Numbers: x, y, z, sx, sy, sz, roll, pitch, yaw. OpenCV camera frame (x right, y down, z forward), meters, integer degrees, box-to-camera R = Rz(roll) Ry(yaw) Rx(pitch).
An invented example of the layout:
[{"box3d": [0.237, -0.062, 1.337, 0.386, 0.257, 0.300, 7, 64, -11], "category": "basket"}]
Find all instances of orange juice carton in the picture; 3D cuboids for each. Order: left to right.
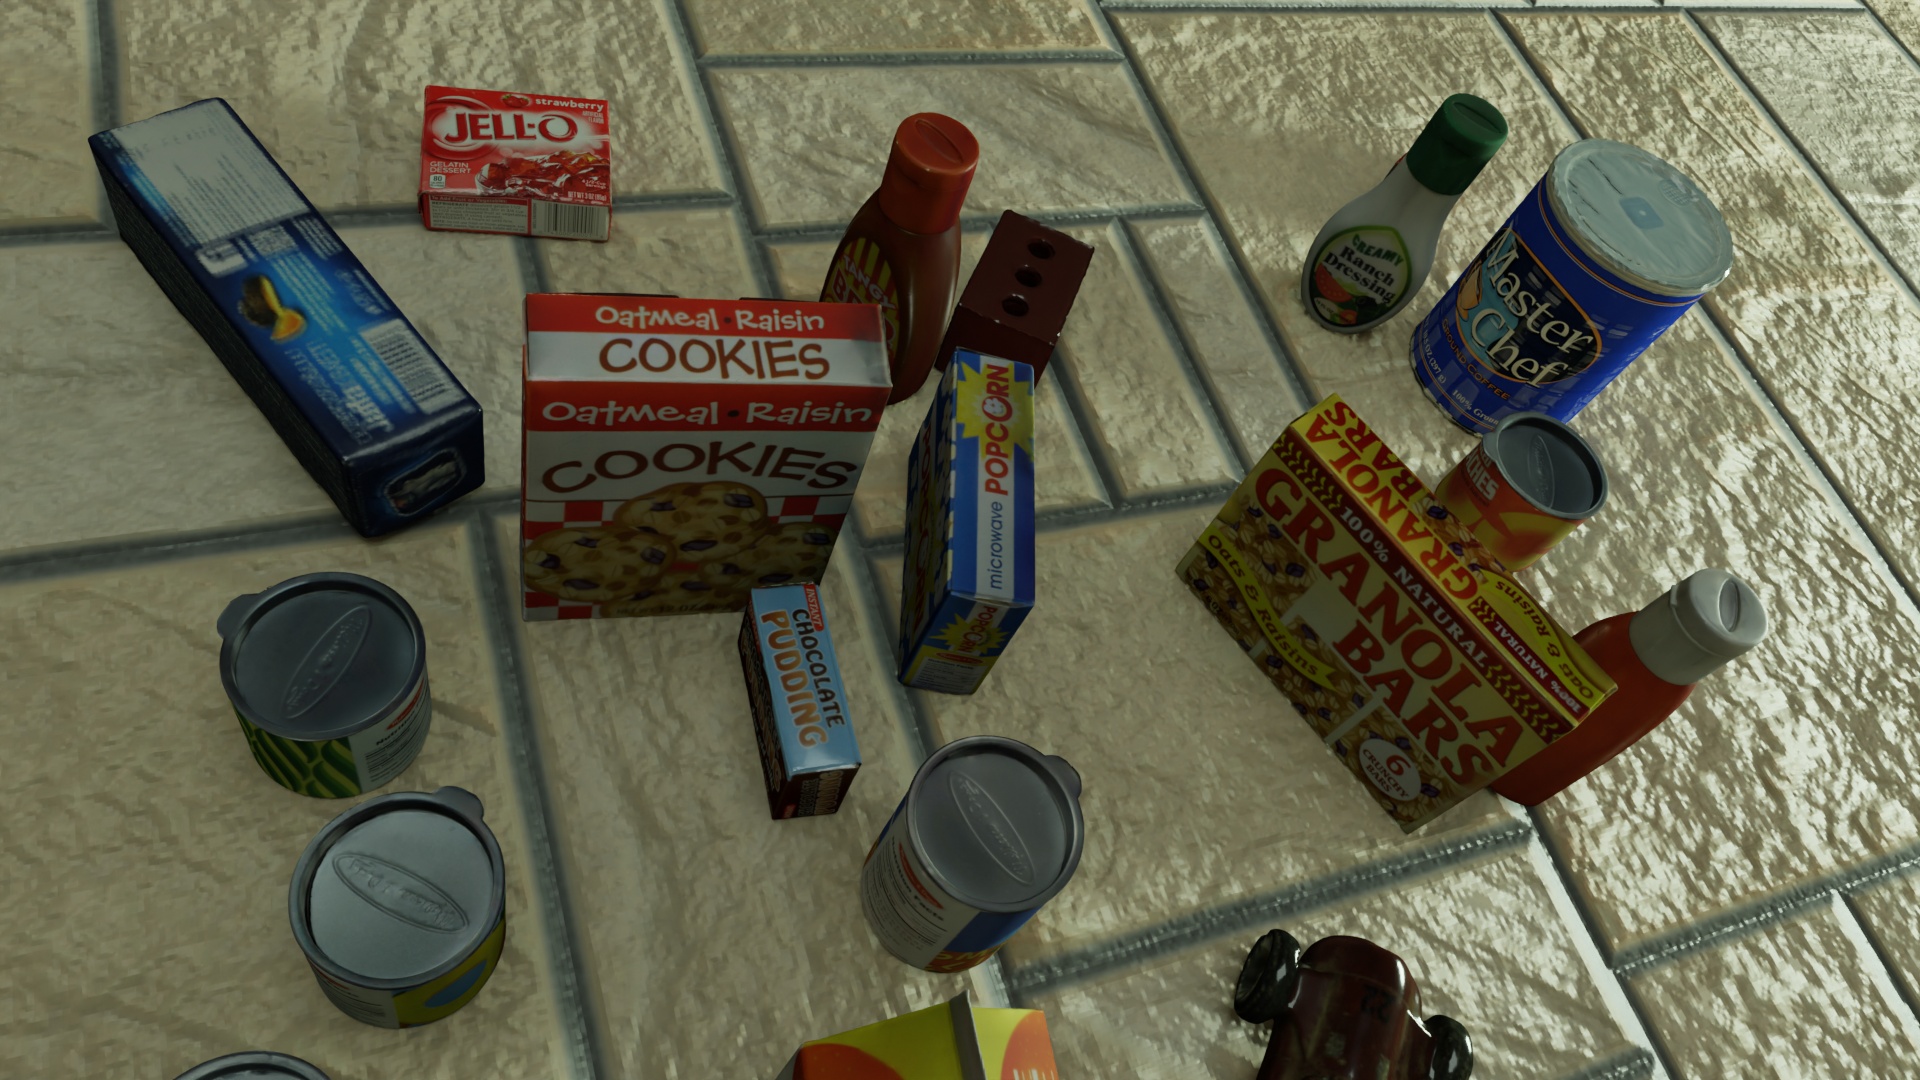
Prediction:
[{"box3d": [-0.016, 0.190, 0.409, 0.073, 0.191, 0.072, -2, 60, -19], "category": "orange juice carton"}]

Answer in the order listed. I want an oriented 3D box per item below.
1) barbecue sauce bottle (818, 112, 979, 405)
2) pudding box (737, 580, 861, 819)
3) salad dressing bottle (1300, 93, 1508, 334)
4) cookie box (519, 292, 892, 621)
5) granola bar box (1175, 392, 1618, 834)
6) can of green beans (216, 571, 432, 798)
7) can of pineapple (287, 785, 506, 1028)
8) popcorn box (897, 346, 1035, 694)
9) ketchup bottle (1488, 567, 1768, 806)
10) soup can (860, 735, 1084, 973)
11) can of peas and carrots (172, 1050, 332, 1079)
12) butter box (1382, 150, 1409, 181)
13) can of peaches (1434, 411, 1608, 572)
[{"box3d": [-0.028, -0.128, 0.635, 0.044, 0.147, 0.065, -34, 74, -32], "category": "barbecue sauce bottle"}, {"box3d": [-0.066, 0.064, 0.561, 0.030, 0.049, 0.084, -5, 61, -21], "category": "pudding box"}, {"box3d": [0.237, -0.174, 0.750, 0.064, 0.147, 0.044, 34, 55, 5], "category": "salad dressing bottle"}, {"box3d": [-0.105, -0.027, 0.534, 0.123, 0.166, 0.040, -2, 60, -19], "category": "cookie box"}, {"box3d": [0.182, 0.036, 0.613, 0.039, 0.123, 0.166, -30, 72, -31], "category": "granola bar box"}, {"box3d": [-0.230, 0.054, 0.510, 0.071, 0.057, 0.071, 8, 57, -13], "category": "can of green beans"}, {"box3d": [-0.189, 0.126, 0.477, 0.071, 0.057, 0.071, 8, 57, -13], "category": "can of pineapple"}, {"box3d": [0.002, -0.008, 0.607, 0.038, 0.084, 0.127, 9, 56, -12], "category": "popcorn box"}, {"box3d": [0.287, 0.063, 0.614, 0.043, 0.148, 0.065, 28, 55, 0], "category": "ketchup bottle"}, {"box3d": [0.004, 0.120, 0.527, 0.071, 0.083, 0.071, 8, 57, -13], "category": "soup can"}, {"box3d": [-0.215, 0.197, 0.422, 0.071, 0.058, 0.071, 8, 57, -13], "category": "can of peas and carrots"}, {"box3d": [0.287, -0.228, 0.859, 0.024, 0.052, 0.104, 42, 56, 10], "category": "butter box"}, {"box3d": [0.289, -0.025, 0.727, 0.071, 0.057, 0.071, 8, 57, -13], "category": "can of peaches"}]
